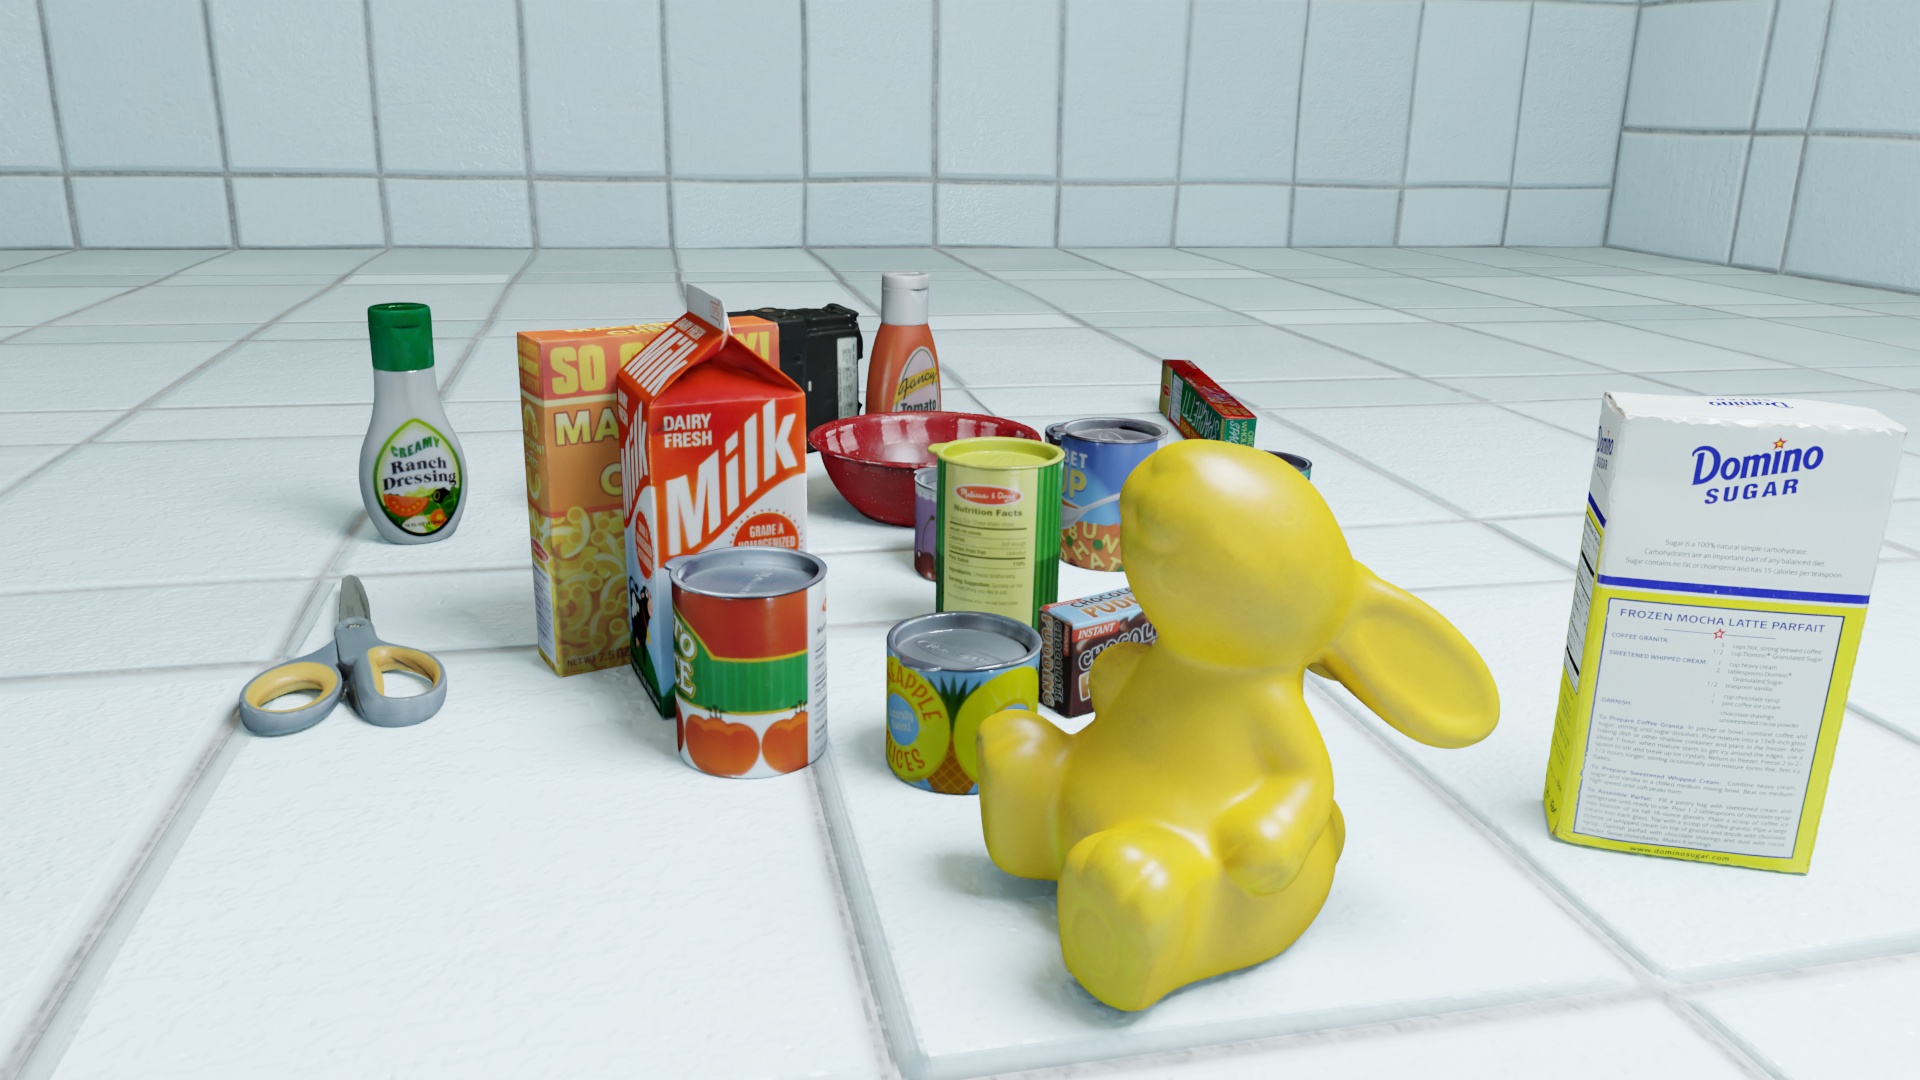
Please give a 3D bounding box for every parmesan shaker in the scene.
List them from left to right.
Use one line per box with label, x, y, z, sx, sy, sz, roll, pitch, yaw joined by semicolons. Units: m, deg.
parmesan shaker;0.017;0.003;0.727;0.071;0.102;0.071;1;17;0

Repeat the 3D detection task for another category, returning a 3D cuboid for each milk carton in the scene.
milk carton;-0.116;-0.021;0.649;0.073;0.189;0.072;-7;19;-24

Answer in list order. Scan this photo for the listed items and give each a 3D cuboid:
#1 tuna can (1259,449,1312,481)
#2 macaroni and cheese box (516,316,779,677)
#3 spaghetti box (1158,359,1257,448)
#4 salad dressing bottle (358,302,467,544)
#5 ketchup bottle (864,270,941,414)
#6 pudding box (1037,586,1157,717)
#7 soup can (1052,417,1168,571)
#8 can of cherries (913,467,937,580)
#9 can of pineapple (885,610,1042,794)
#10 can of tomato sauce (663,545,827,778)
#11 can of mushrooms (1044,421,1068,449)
tuna can;0.218;-0.042;0.999;0.071;0.032;0.071;1;17;0
macaroni and cheese box;-0.153;-0.025;0.700;0.124;0.165;0.040;-10;20;-32
spaghetti box;0.206;-0.108;1.180;0.029;0.050;0.251;0;17;-3
salad dressing bottle;-0.346;-0.073;0.870;0.064;0.147;0.044;-9;20;-30
ketchup bottle;-0.044;-0.133;1.077;0.065;0.148;0.043;-14;23;-41
pudding box;0.077;0.050;0.670;0.084;0.049;0.030;-10;21;-33
soup can;0.091;-0.030;0.868;0.071;0.083;0.071;1;17;0
can of cherries;0.003;-0.011;0.843;0.071;0.058;0.072;1;17;0
can of pineapple;-0.001;0.068;0.593;0.071;0.057;0.071;1;17;0
can of tomato sauce;-0.092;0.051;0.599;0.071;0.082;0.071;1;17;0
can of mushrooms;0.097;-0.070;1.079;0.071;0.033;0.071;1;17;0
